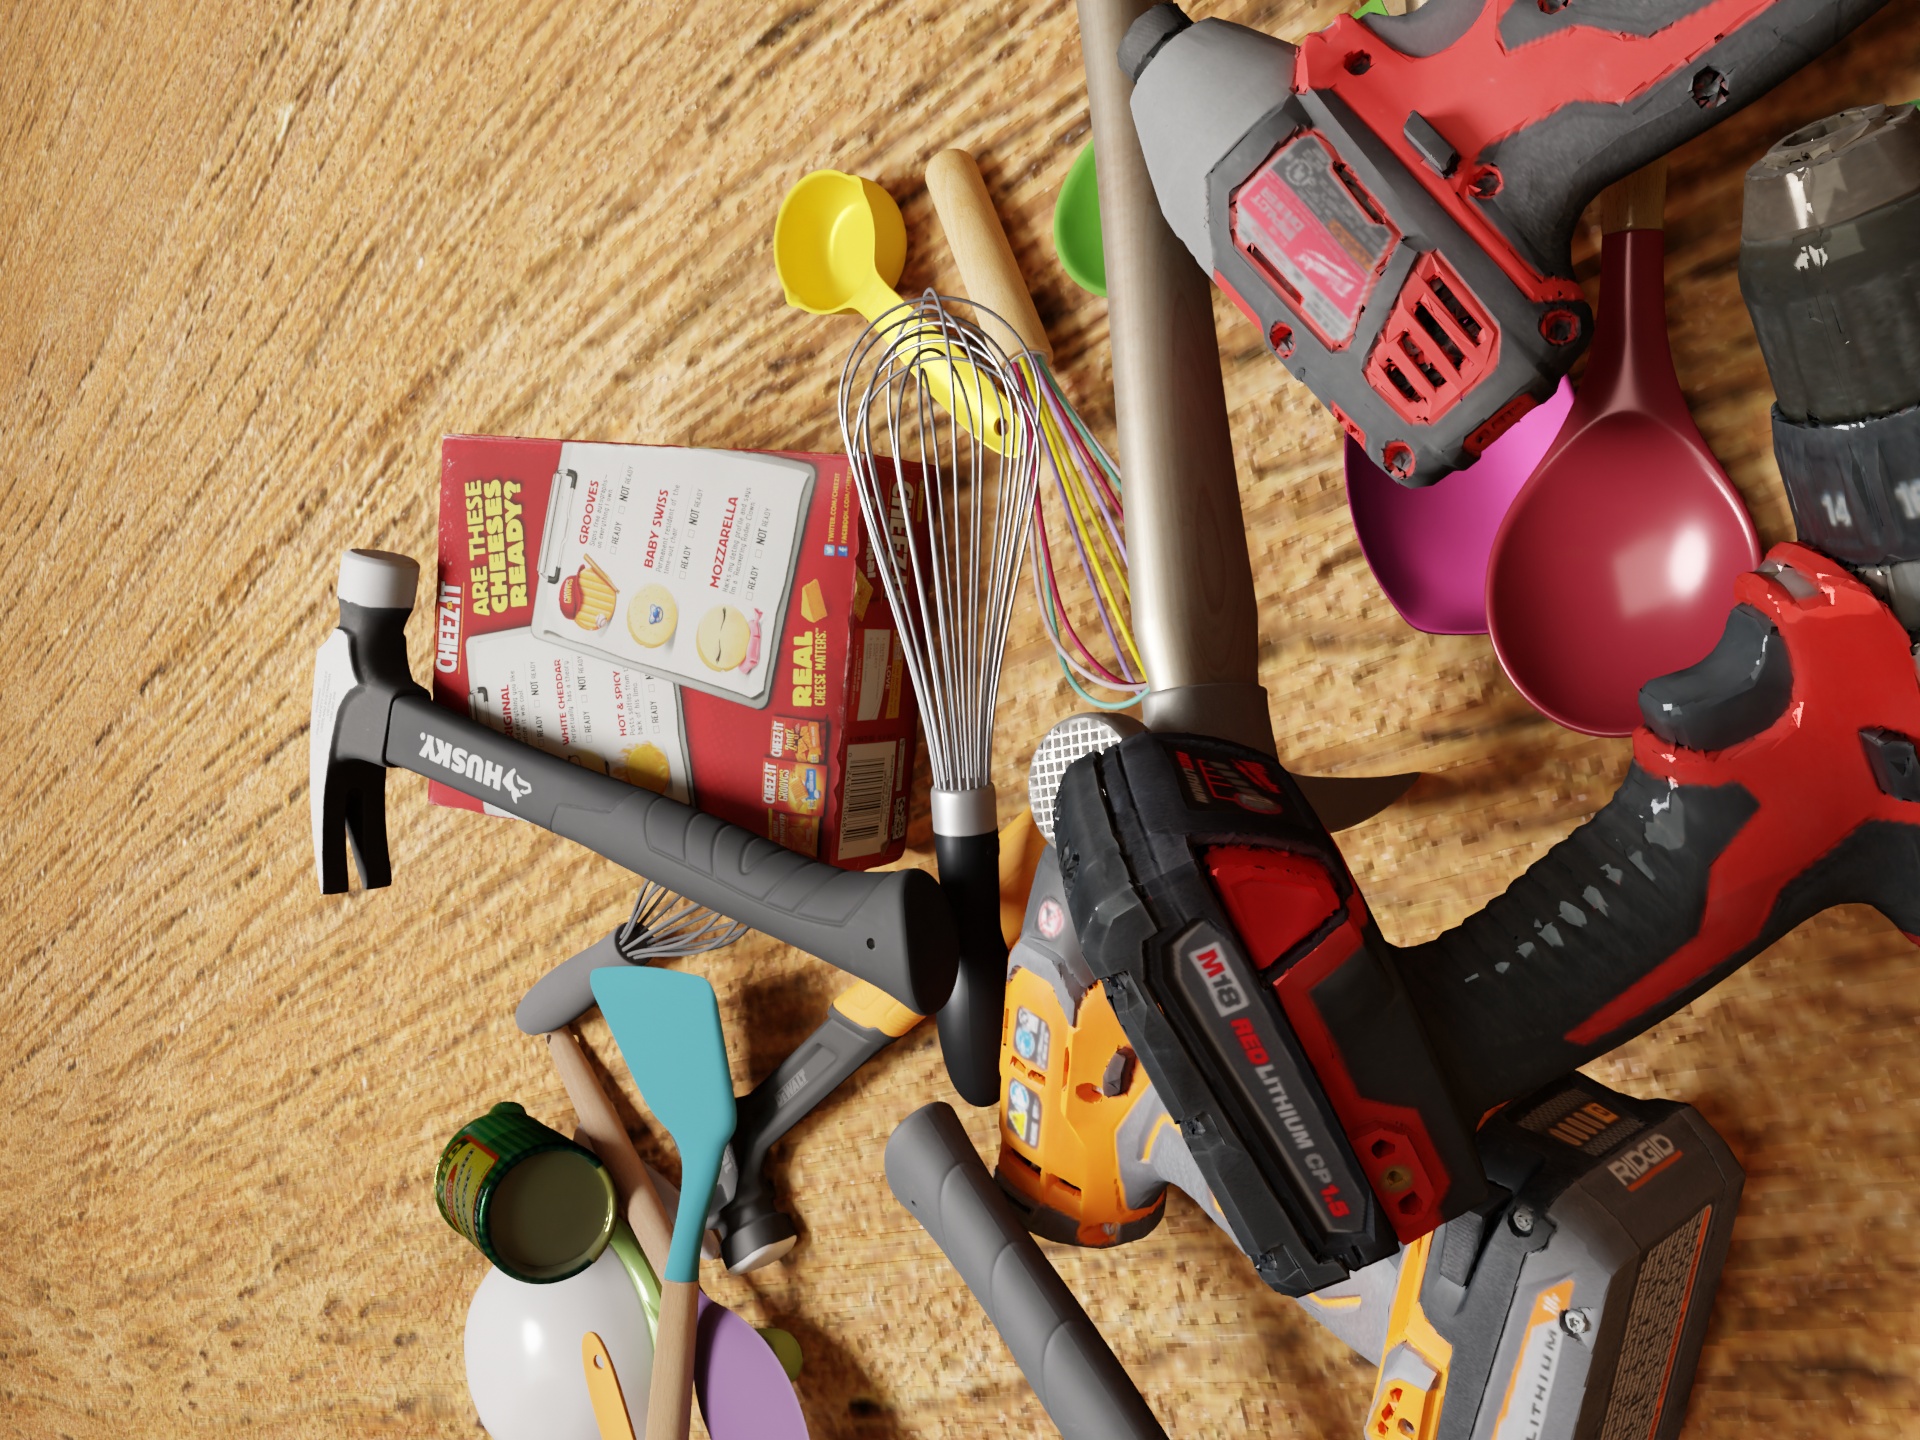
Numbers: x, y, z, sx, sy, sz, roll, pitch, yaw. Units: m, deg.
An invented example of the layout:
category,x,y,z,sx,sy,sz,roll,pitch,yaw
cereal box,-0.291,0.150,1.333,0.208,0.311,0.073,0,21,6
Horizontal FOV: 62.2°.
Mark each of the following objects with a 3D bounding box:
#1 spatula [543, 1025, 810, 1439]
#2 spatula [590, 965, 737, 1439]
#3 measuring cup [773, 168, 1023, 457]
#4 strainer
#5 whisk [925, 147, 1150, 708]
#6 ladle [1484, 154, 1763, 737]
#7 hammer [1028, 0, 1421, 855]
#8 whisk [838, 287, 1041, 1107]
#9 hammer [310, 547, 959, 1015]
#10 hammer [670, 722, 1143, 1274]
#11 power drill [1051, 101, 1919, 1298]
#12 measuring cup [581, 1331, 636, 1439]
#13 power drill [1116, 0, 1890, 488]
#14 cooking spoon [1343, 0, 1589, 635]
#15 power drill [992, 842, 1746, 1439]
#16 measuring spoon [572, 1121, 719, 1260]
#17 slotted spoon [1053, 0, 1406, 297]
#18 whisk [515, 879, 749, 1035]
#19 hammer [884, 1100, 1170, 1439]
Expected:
category,x,y,z,sx,sy,sz,roll,pitch,yaw
spatula,-0.140,0.241,0.742,0.316,0.018,0.059,45,113,45
spatula,-0.131,0.266,0.678,0.082,0.044,0.317,-4,79,39
measuring cup,-0.017,-0.160,0.638,0.157,0.029,0.062,49,125,19
strainer,-0.175,0.314,0.772,0.256,0.069,0.151,-22,76,45
whisk,0.031,-0.109,0.575,0.051,0.047,0.245,-39,59,40
ladle,0.174,-0.154,0.415,0.069,0.031,0.315,1,97,27
hammer,0.059,-0.167,0.470,0.038,0.146,0.411,-13,81,44
whisk,-0.001,-0.002,0.543,0.070,0.070,0.284,6,104,45
hammer,-0.140,0.040,0.609,0.335,0.035,0.146,18,102,32
hammer,-0.028,0.102,0.642,0.336,0.034,0.127,-45,61,36
power drill,0.133,0.002,0.336,0.226,0.080,0.187,-26,108,8
measuring cup,-0.124,0.354,0.719,0.095,0.052,0.174,-29,77,34
power drill,0.145,-0.177,0.374,0.219,0.078,0.143,-43,78,22
cooking spoon,0.136,-0.182,0.448,0.069,0.017,0.319,-1,100,30
power drill,0.098,0.116,0.469,0.227,0.084,0.164,24,119,45
measuring spoon,-0.160,0.233,0.791,0.124,0.018,0.034,25,108,43
slotted spoon,0.148,-0.219,0.459,0.314,0.031,0.070,-29,72,40
whisk,-0.158,0.110,0.762,0.239,0.055,0.055,-36,66,42
hammer,0.097,0.283,0.448,0.409,0.036,0.149,53,153,24
